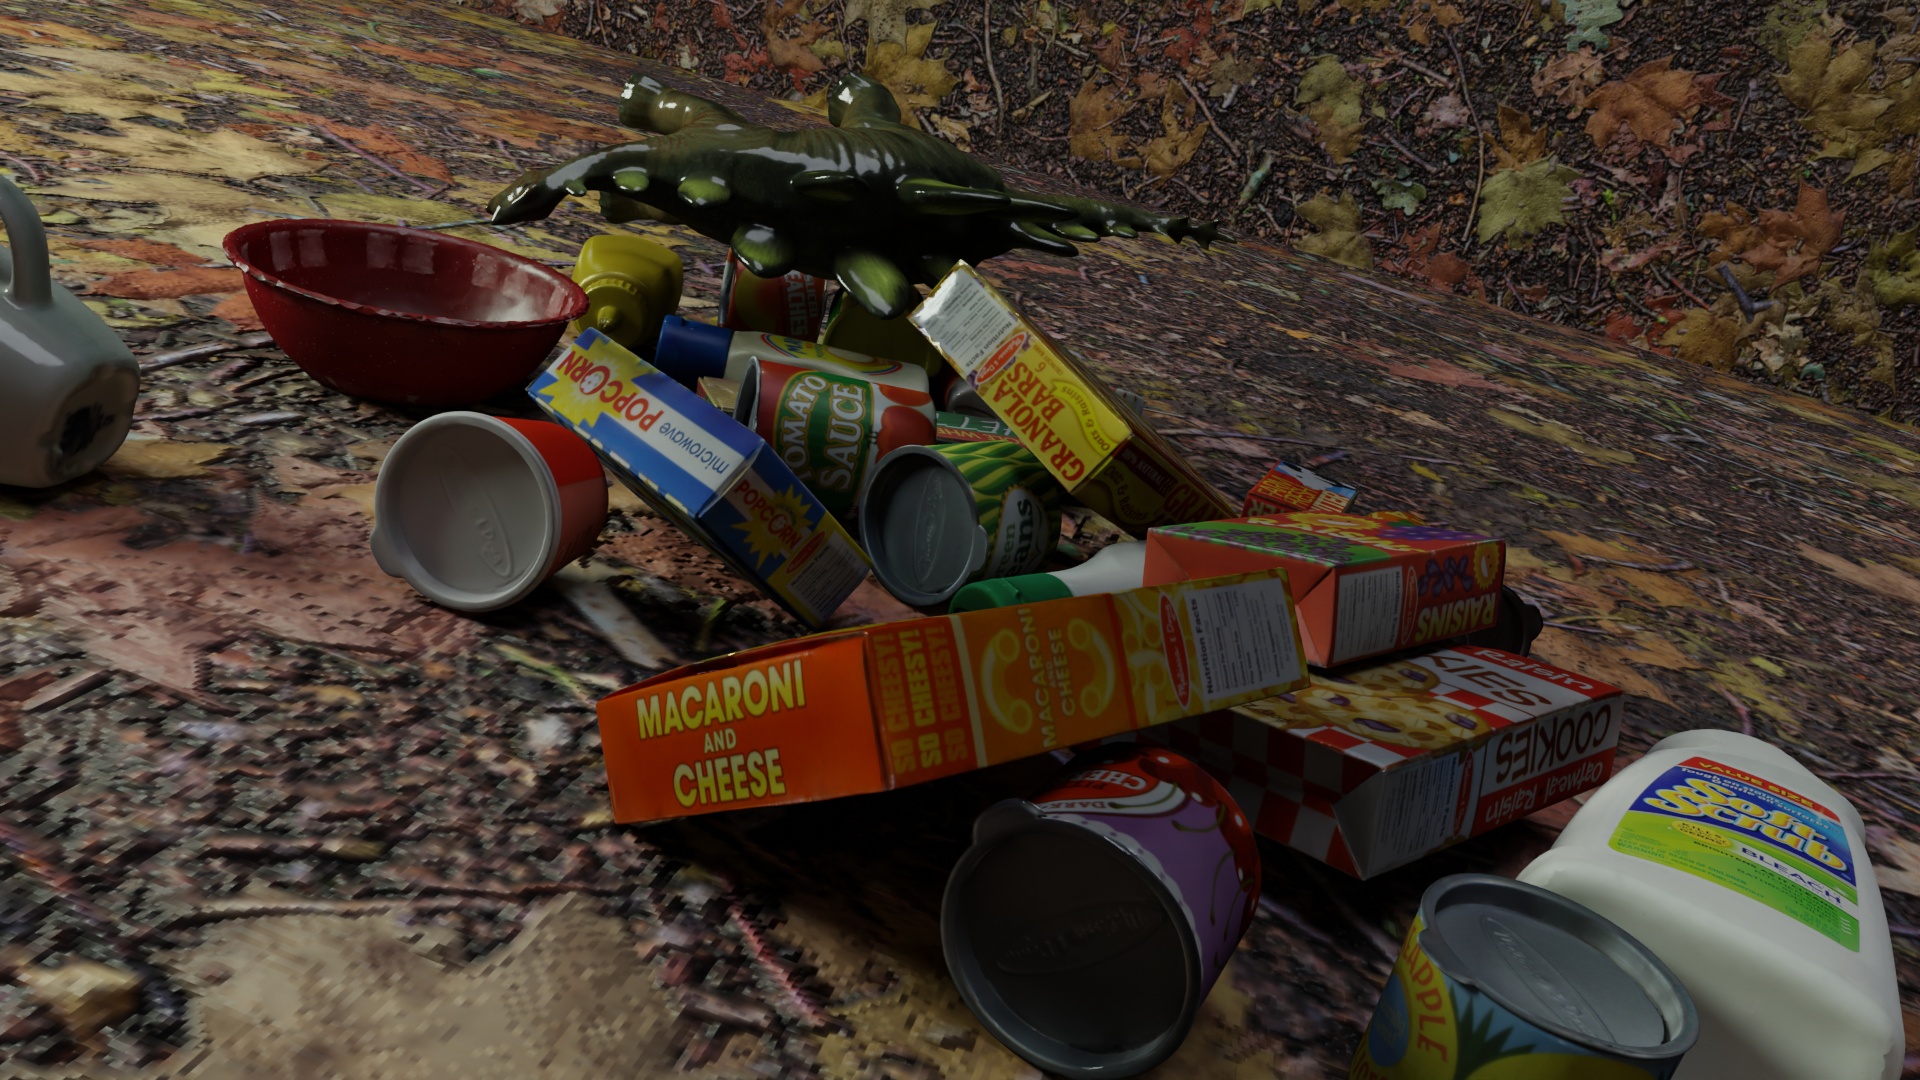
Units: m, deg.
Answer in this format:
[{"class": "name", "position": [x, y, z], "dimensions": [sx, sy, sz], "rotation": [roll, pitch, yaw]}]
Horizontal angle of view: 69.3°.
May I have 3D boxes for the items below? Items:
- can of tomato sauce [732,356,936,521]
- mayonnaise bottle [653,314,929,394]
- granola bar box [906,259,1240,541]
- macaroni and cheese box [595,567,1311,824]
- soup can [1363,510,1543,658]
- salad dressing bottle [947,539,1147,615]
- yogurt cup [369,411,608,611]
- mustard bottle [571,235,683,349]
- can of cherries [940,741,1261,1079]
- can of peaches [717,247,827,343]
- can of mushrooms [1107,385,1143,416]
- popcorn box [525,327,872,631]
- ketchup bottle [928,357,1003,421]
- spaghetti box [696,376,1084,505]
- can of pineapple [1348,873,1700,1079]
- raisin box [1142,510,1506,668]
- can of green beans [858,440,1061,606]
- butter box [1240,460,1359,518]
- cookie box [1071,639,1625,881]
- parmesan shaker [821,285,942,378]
[{"class": "can of tomato sauce", "position": [-0.059, -0.044, 0.633], "dimensions": [0.083, 0.071, 0.071], "rotation": [9, 21, -18]}, {"class": "mayonnaise bottle", "position": [-0.093, -0.091, 0.771], "dimensions": [0.148, 0.041, 0.065], "rotation": [12, 20, -11]}, {"class": "granola bar box", "position": [0.061, -0.051, 0.646], "dimensions": [0.124, 0.039, 0.165], "rotation": [50, 12, 30]}, {"class": "macaroni and cheese box", "position": [0.000, 0.043, 0.400], "dimensions": [0.167, 0.040, 0.123], "rotation": [-5, -9, -44]}, {"class": "soup can", "position": [0.210, 0.030, 0.633], "dimensions": [0.071, 0.071, 0.084], "rotation": [11, 20, -13]}, {"class": "salad dressing bottle", "position": [0.061, 0.028, 0.568], "dimensions": [0.148, 0.043, 0.064], "rotation": [-5, 34, -41]}, {"class": "yogurt cup", "position": [-0.160, -0.013, 0.488], "dimensions": [0.072, 0.072, 0.054], "rotation": [19, 12, 9]}, {"class": "mustard bottle", "position": [-0.201, -0.143, 0.820], "dimensions": [0.065, 0.048, 0.161], "rotation": [11, 21, -10]}, {"class": "can of cherries", "position": [0.036, 0.088, 0.351], "dimensions": [0.071, 0.071, 0.058], "rotation": [23, 21, 21]}, {"class": "can of peaches", "position": [-0.118, -0.151, 0.871], "dimensions": [0.058, 0.071, 0.071], "rotation": [8, 21, -17]}, {"class": "can of mushrooms", "position": [0.073, -0.075, 0.833], "dimensions": [0.071, 0.033, 0.071], "rotation": [11, 0, 0]}, {"class": "popcorn box", "position": [-0.101, -0.025, 0.535], "dimensions": [0.127, 0.038, 0.085], "rotation": [32, -12, 39]}, {"class": "ketchup bottle", "position": [0.011, -0.095, 0.855], "dimensions": [0.065, 0.043, 0.149], "rotation": [18, 20, -6]}, {"class": "spaghetti box", "position": [-0.014, -0.050, 0.737], "dimensions": [0.250, 0.028, 0.050], "rotation": [6, 22, -24]}, {"class": "can of pineapple", "position": [0.135, 0.125, 0.344], "dimensions": [0.071, 0.057, 0.071], "rotation": [14, 20, -5]}, {"class": "raisin box", "position": [0.143, 0.016, 0.539], "dimensions": [0.124, 0.040, 0.086], "rotation": [-6, 12, -42]}, {"class": "can of green beans", "position": [0.000, -0.008, 0.586], "dimensions": [0.071, 0.071, 0.058], "rotation": [30, 24, 35]}, {"class": "butter box", "position": [0.201, -0.020, 0.821], "dimensions": [0.053, 0.024, 0.104], "rotation": [22, 21, 17]}, {"class": "cookie box", "position": [0.142, 0.064, 0.502], "dimensions": [0.168, 0.040, 0.123], "rotation": [-4, 15, -42]}, {"class": "parmesan shaker", "position": [-0.048, -0.125, 0.859], "dimensions": [0.071, 0.071, 0.103], "rotation": [13, 19, -7]}]
